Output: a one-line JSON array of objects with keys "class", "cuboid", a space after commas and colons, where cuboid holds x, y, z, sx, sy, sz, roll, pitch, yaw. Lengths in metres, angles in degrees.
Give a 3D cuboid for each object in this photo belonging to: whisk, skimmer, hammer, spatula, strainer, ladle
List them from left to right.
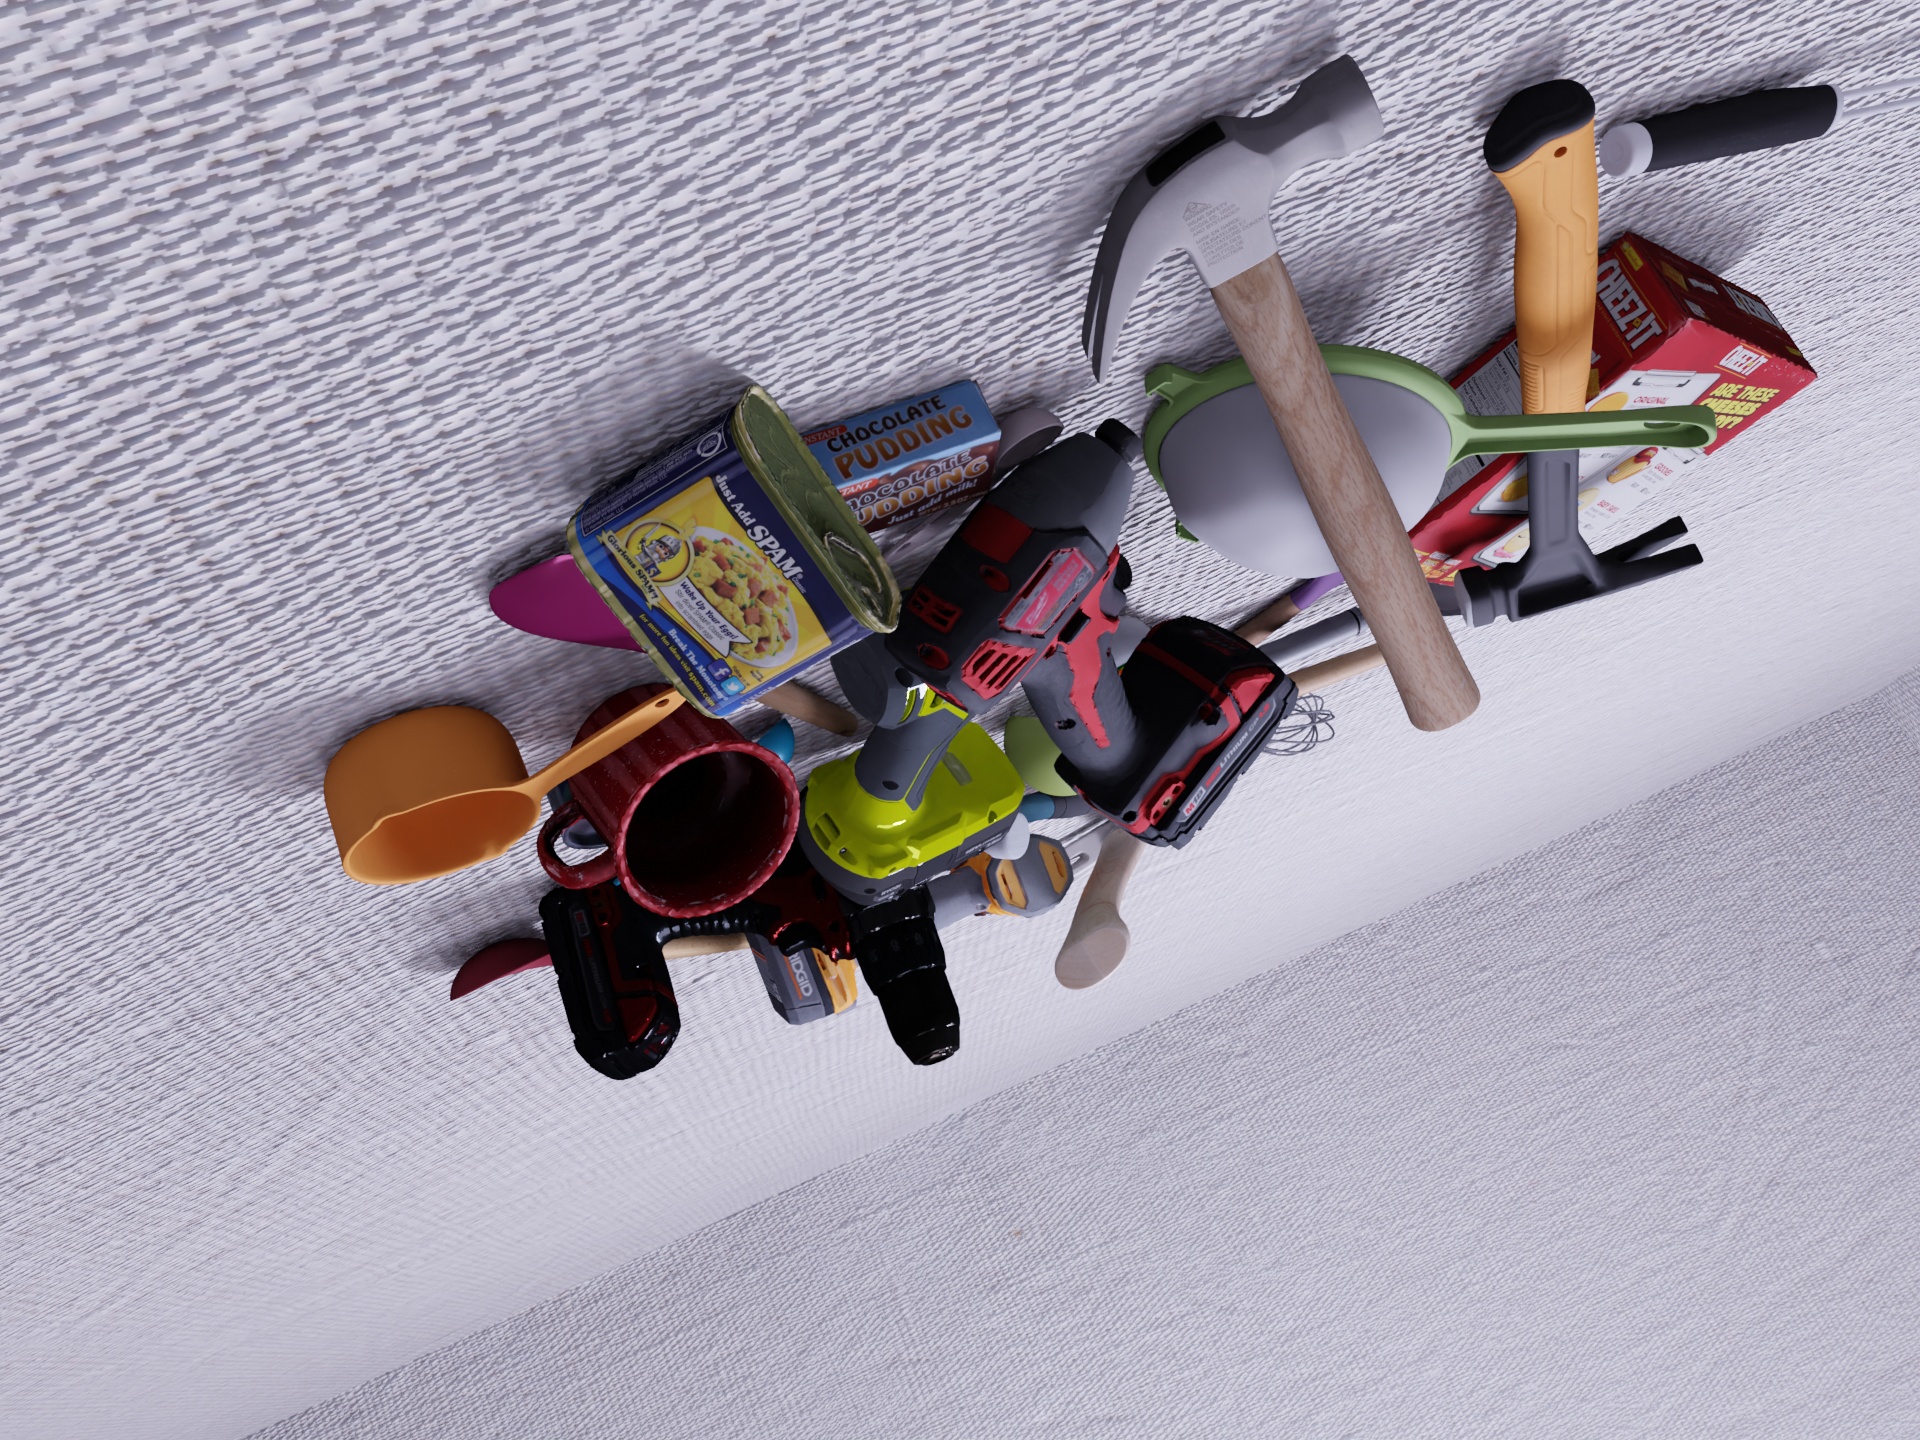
[{"class": "ladle", "cuboid": [-0.226, 0.160, 1.101, 0.069, 0.031, 0.315, -25, 165, 27]}, {"class": "hammer", "cuboid": [0.063, 0.060, 1.133, 0.128, 0.033, 0.331, 1, -176, 32]}, {"class": "hammer", "cuboid": [0.102, 0.129, 1.189, 0.146, 0.038, 0.410, -33, -179, 13]}, {"class": "whisk", "cuboid": [0.198, 0.012, 1.221, 0.239, 0.055, 0.055, -8, 154, -33]}, {"class": "ladle", "cuboid": [0.178, -0.020, 1.073, 0.320, 0.062, 0.078, -19, -179, -17]}, {"class": "spatula", "cuboid": [0.204, -0.065, 1.068, 0.316, 0.018, 0.059, -38, 154, 28]}, {"class": "hammer", "cuboid": [0.156, -0.102, 0.667, 0.130, 0.031, 0.331, -26, 132, 14]}, {"class": "strainer", "cuboid": [0.274, -0.071, 1.078, 0.258, 0.087, 0.050, -22, 116, -21]}, {"class": "strainer", "cuboid": [0.212, -0.107, 0.734, 0.256, 0.069, 0.151, -1, 158, 13]}, {"class": "hammer", "cuboid": [0.291, -0.160, 0.756, 0.127, 0.034, 0.336, -16, 145, 12]}, {"class": "skimmer", "cuboid": [0.462, -0.282, 0.723, 0.363, 0.090, 0.127, -17, 127, -18]}]

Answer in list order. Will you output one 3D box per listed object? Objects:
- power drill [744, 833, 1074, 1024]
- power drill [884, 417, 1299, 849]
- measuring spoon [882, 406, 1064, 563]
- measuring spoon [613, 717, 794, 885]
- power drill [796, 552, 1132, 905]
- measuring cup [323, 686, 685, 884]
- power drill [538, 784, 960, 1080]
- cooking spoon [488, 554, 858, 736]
[{"class": "power drill", "cuboid": [-0.043, 0.142, 1.180, 0.226, 0.084, 0.185, -21, -179, -14]}, {"class": "power drill", "cuboid": [0.070, -0.038, 0.754, 0.143, 0.079, 0.219, -52, 138, -1]}, {"class": "measuring spoon", "cuboid": [-0.001, -0.106, 0.719, 0.034, 0.018, 0.124, -21, 170, -47]}, {"class": "measuring spoon", "cuboid": [-0.134, 0.049, 0.857, 0.128, 0.021, 0.042, -45, -178, -19]}, {"class": "power drill", "cuboid": [-0.001, -0.003, 0.865, 0.171, 0.080, 0.223, -23, 155, -31]}, {"class": "measuring cup", "cuboid": [-0.202, 0.010, 0.707, 0.173, 0.052, 0.095, -30, 160, 6]}, {"class": "power drill", "cuboid": [-0.120, 0.145, 0.960, 0.226, 0.188, 0.080, -20, 160, -4]}, {"class": "cooking spoon", "cuboid": [-0.116, -0.027, 0.763, 0.069, 0.017, 0.318, -23, 163, 14]}]
